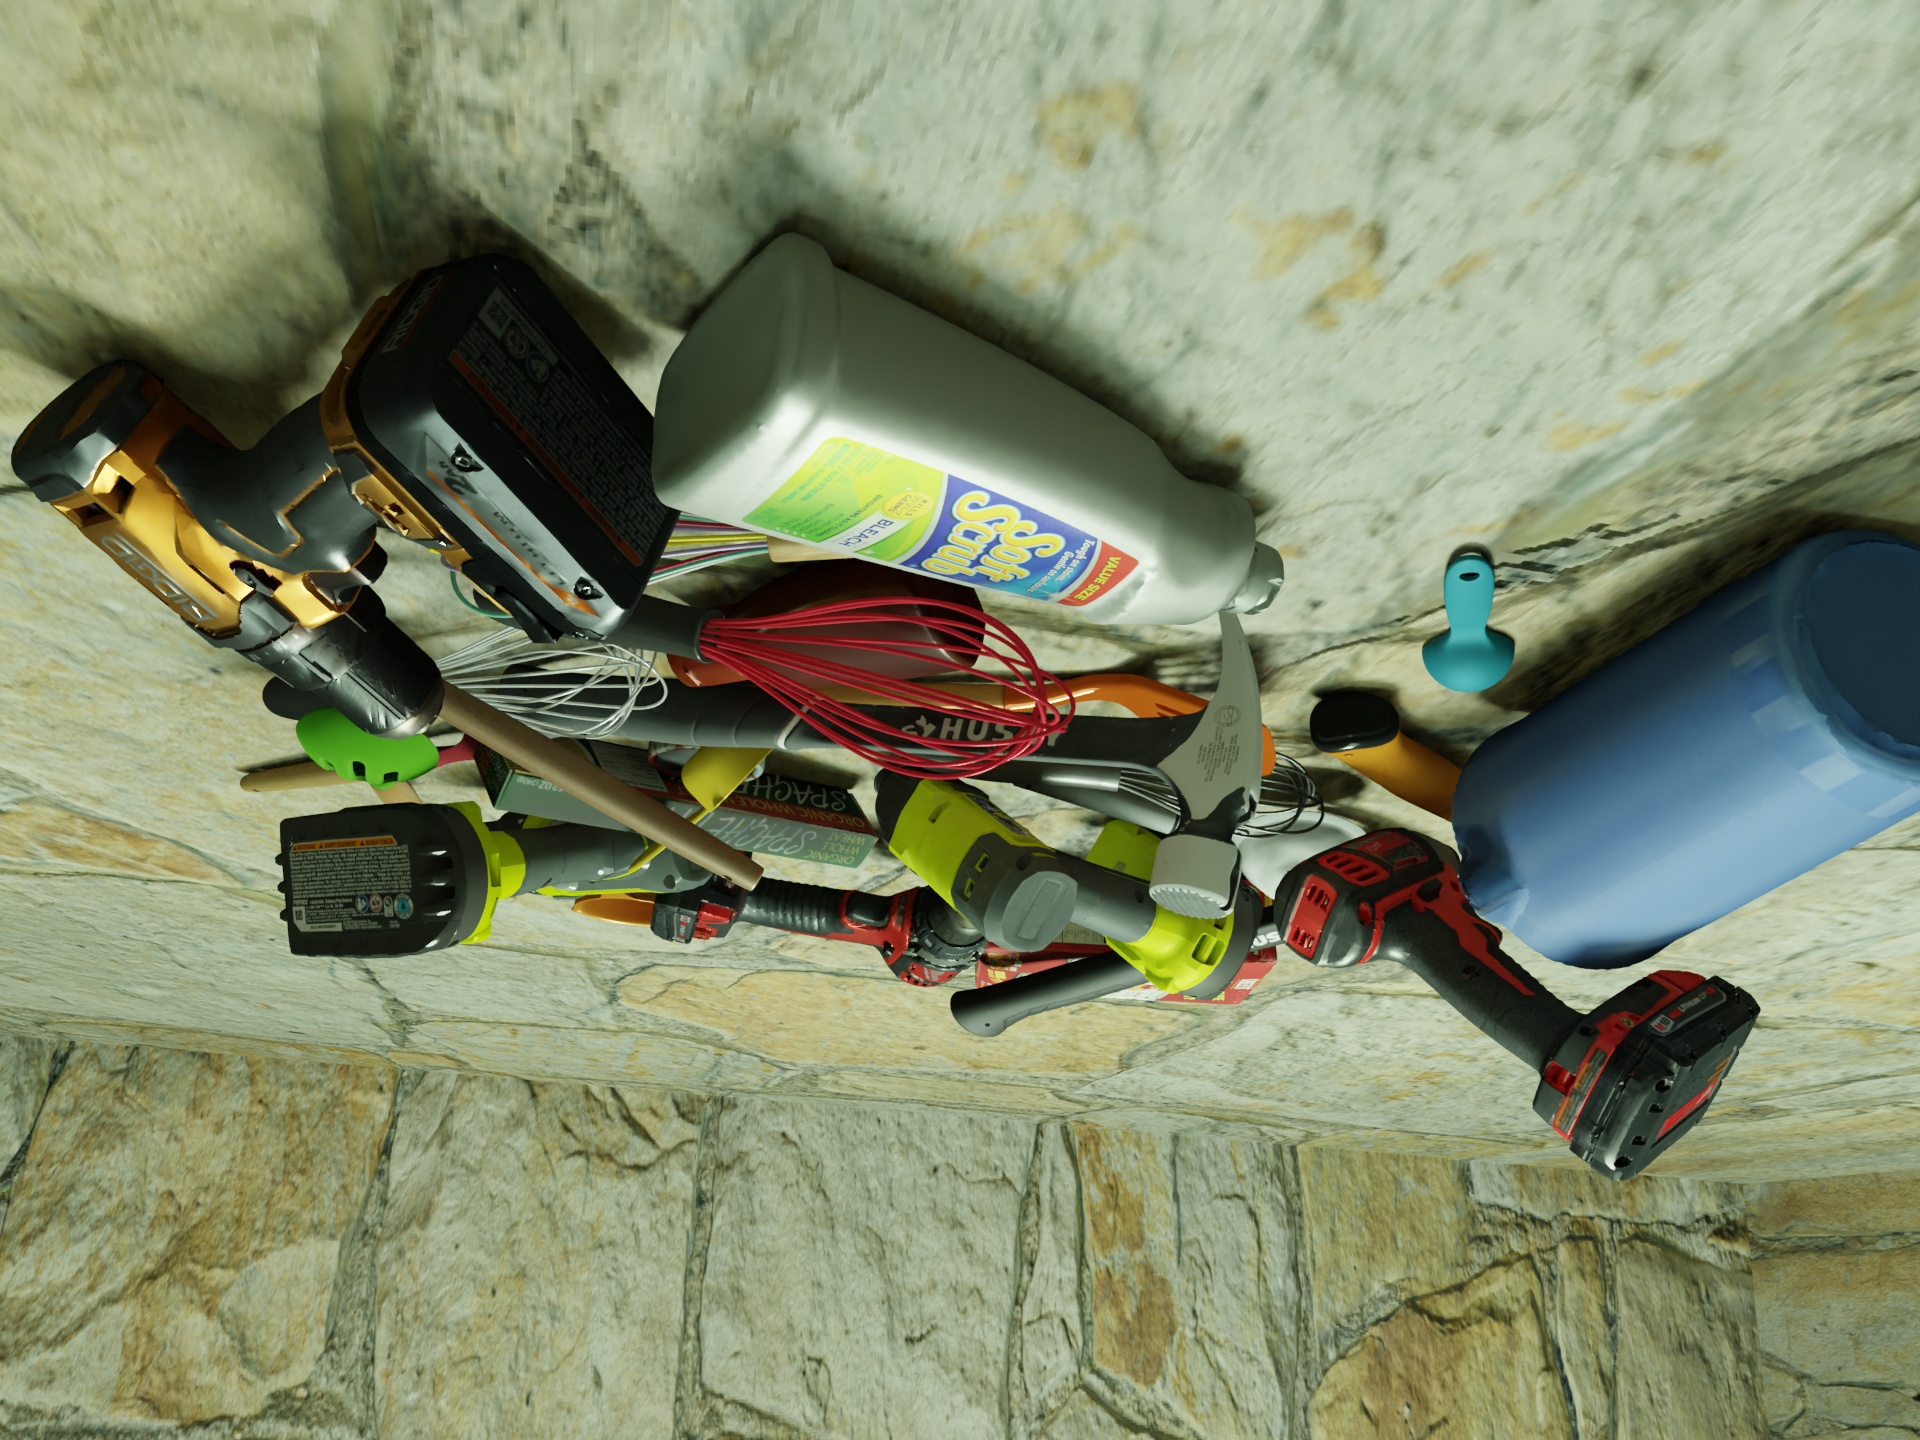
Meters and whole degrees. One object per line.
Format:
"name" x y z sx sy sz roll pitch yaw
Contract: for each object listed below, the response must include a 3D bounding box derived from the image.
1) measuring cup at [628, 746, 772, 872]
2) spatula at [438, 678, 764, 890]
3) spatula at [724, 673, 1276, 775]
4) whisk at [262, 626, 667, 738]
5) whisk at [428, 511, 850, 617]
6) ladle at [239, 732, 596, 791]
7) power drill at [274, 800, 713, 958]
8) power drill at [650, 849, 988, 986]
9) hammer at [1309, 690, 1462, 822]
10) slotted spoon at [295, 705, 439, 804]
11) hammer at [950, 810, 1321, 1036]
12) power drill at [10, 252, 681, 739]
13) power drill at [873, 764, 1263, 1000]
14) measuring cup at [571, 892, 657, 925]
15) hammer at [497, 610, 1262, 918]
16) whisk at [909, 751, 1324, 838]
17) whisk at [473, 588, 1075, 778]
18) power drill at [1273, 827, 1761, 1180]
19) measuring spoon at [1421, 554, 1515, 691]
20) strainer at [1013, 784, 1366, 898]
"measuring cup" -0.148 0.041 0.853 0.029 0.062 0.156 46 132 -7
"spatula" -0.229 -0.006 0.730 0.316 0.018 0.059 32 154 -8
"spatula" -0.001 -0.003 0.821 0.322 0.041 0.081 0 160 11
"whisk" -0.261 -0.018 0.803 0.285 0.070 0.070 -3 159 32
"whisk" -0.099 -0.073 0.646 0.245 0.051 0.047 -2 154 7
"ladle" -0.346 0.024 0.979 0.315 0.031 0.069 -8 156 32
"power drill" -0.281 0.083 0.936 0.190 0.080 0.228 -5 179 27
"power drill" -0.086 0.119 1.068 0.226 0.080 0.188 15 159 -8
"hammer" 0.292 0.051 0.926 0.127 0.034 0.336 -15 153 38
"slotted spoon" -0.327 0.037 0.916 0.070 0.031 0.313 11 167 -11
"hammer" 0.143 0.157 1.084 0.335 0.035 0.146 -20 131 22
"power drill" -0.207 -0.064 0.581 0.226 0.084 0.185 -7 139 31
"power drill" 0.060 0.090 0.954 0.223 0.080 0.171 21 -170 -38
"measuring cup" -0.241 0.102 1.135 0.095 0.052 0.173 1 158 6
"hammer" -0.056 -0.003 0.749 0.409 0.149 0.036 4 156 27
"whisk" 0.087 0.031 0.893 0.239 0.055 0.055 7 160 1
"whisk" -0.089 -0.032 0.667 0.296 0.073 0.073 13 165 25
"power drill" 0.288 0.130 0.839 0.143 0.078 0.220 -12 -144 -43
"measuring spoon" 0.226 -0.039 0.707 0.042 0.021 0.128 -3 160 17
"strainer" 0.137 0.064 0.943 0.258 0.050 0.086 18 144 -6
